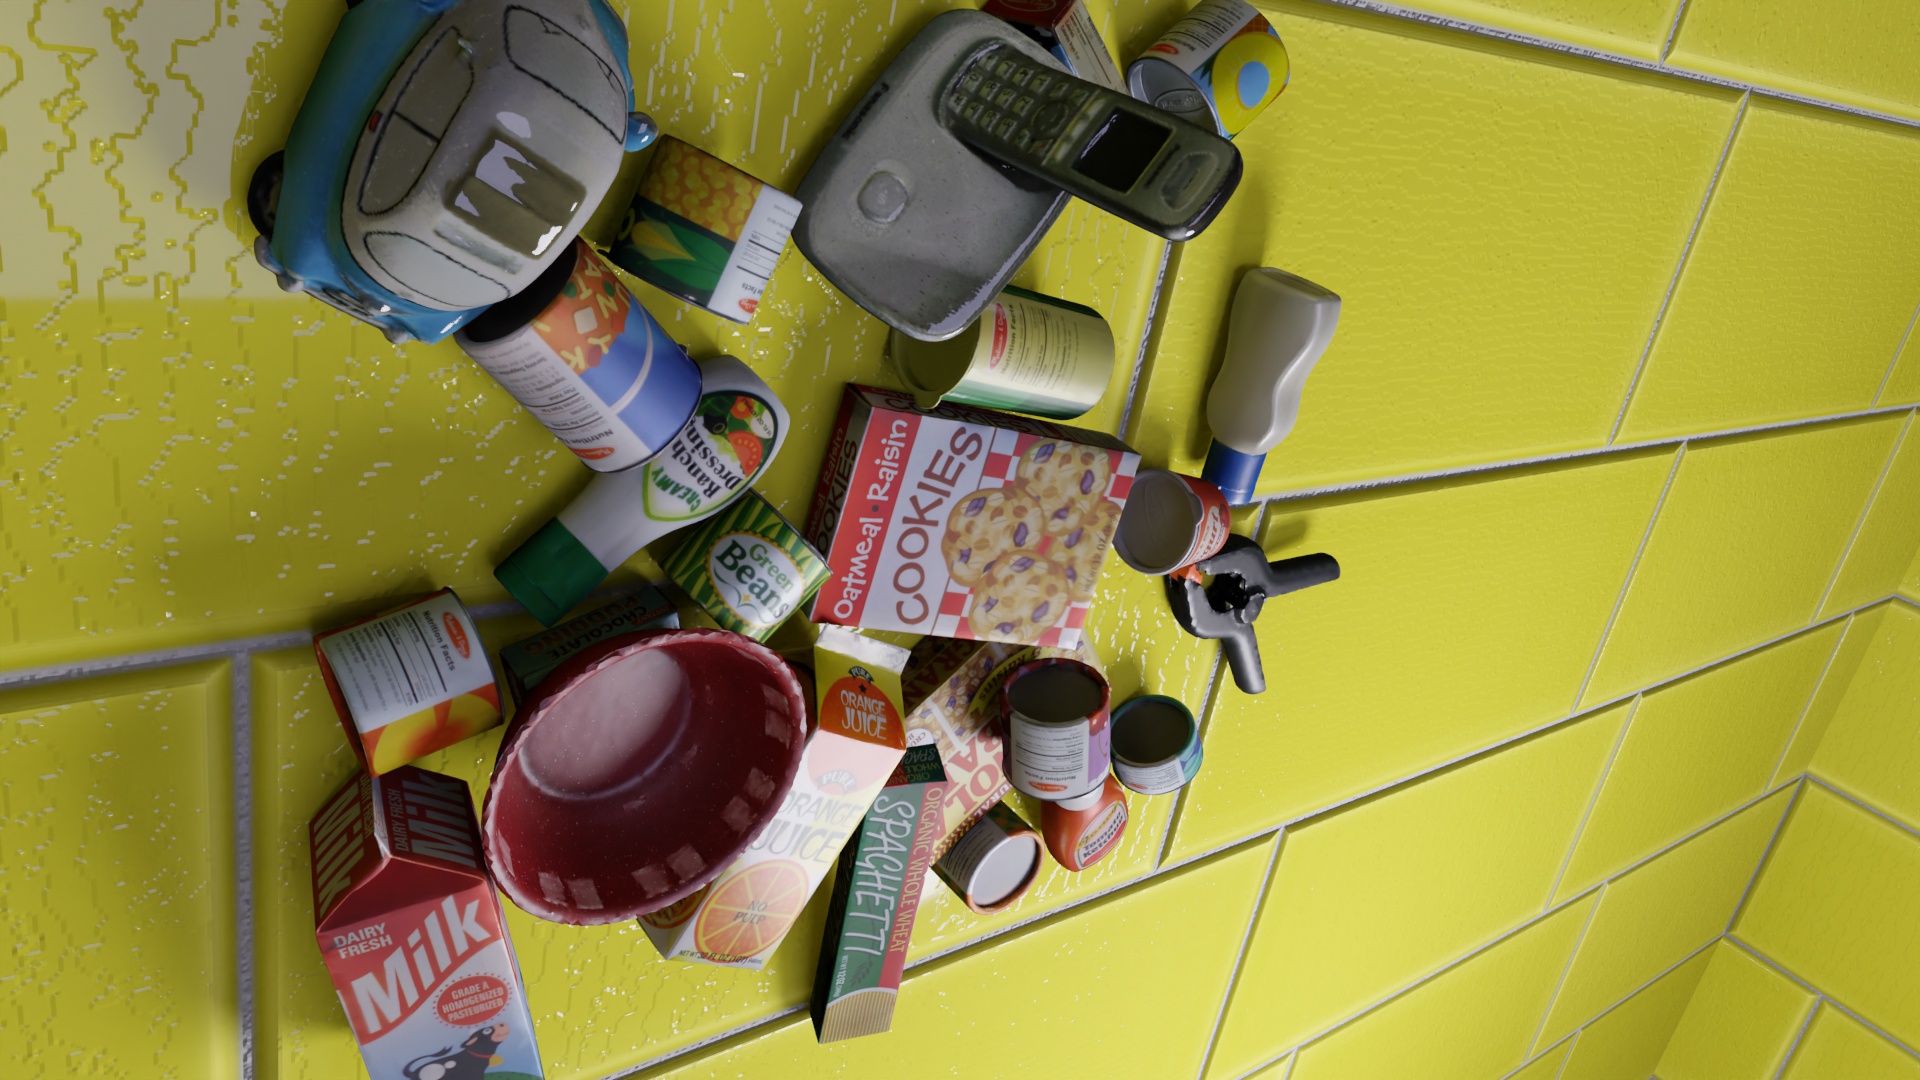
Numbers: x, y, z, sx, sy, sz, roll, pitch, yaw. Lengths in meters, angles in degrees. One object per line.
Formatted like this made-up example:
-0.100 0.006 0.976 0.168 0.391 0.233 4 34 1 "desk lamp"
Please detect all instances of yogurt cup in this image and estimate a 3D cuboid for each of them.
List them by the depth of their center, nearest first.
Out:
0.136 -0.013 0.885 0.054 0.072 0.072 -3 117 -49 "yogurt cup"

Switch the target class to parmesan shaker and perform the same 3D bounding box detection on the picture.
0.023 -0.098 0.729 0.103 0.071 0.071 5 111 -44 "parmesan shaker"

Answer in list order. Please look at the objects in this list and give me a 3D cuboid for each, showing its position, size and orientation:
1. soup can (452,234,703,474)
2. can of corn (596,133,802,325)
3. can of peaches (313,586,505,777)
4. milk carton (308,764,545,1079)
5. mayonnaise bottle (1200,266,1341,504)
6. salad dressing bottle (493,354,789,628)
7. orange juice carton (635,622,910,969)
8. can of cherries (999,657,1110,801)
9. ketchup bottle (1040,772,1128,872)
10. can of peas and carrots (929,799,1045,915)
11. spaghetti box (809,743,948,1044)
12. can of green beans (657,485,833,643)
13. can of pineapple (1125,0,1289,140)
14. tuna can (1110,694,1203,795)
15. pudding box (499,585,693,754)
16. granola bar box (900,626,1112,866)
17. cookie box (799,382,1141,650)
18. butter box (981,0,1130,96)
-0.158 -0.081 0.583 0.071 0.071 0.083 -47 136 -9 "soup can"
-0.111 -0.133 0.592 0.071 0.071 0.058 18 101 -46 "can of corn"
-0.237 0.062 0.598 0.058 0.071 0.071 -23 128 -30 "can of peaches"
-0.250 0.183 0.646 0.073 0.072 0.189 -14 124 -19 "milk carton"
0.190 -0.095 0.886 0.041 0.065 0.147 -16 129 -44 "mayonnaise bottle"
-0.147 -0.022 0.642 0.148 0.044 0.064 -44 127 -12 "salad dressing bottle"
-0.100 0.132 0.751 0.072 0.073 0.192 27 98 -47 "orange juice carton"
0.057 0.110 0.832 0.072 0.071 0.058 -25 128 -29 "can of cherries"
0.080 0.176 0.936 0.065 0.043 0.148 -43 153 -14 "ketchup bottle"
0.015 0.203 0.912 0.071 0.059 0.070 -22 128 -30 "can of peas and carrots"
-0.053 0.222 0.847 0.050 0.029 0.248 -4 129 -21 "spaghetti box"
-0.106 0.014 0.684 0.058 0.071 0.071 -46 136 -9 "can of green beans"
0.132 -0.244 0.737 0.058 0.071 0.070 -44 136 -12 "can of pineapple"
0.136 0.141 0.979 0.071 0.071 0.032 -38 134 -18 "tuna can"
-0.176 0.062 0.678 0.084 0.030 0.049 -25 131 -28 "pudding box"
0.009 0.105 0.862 0.166 0.039 0.123 -42 135 -14 "granola bar box"
0.003 -0.009 0.757 0.168 0.040 0.122 8 109 -28 "cookie box"
0.055 -0.227 0.689 0.024 0.053 0.103 -51 138 -8 "butter box"
